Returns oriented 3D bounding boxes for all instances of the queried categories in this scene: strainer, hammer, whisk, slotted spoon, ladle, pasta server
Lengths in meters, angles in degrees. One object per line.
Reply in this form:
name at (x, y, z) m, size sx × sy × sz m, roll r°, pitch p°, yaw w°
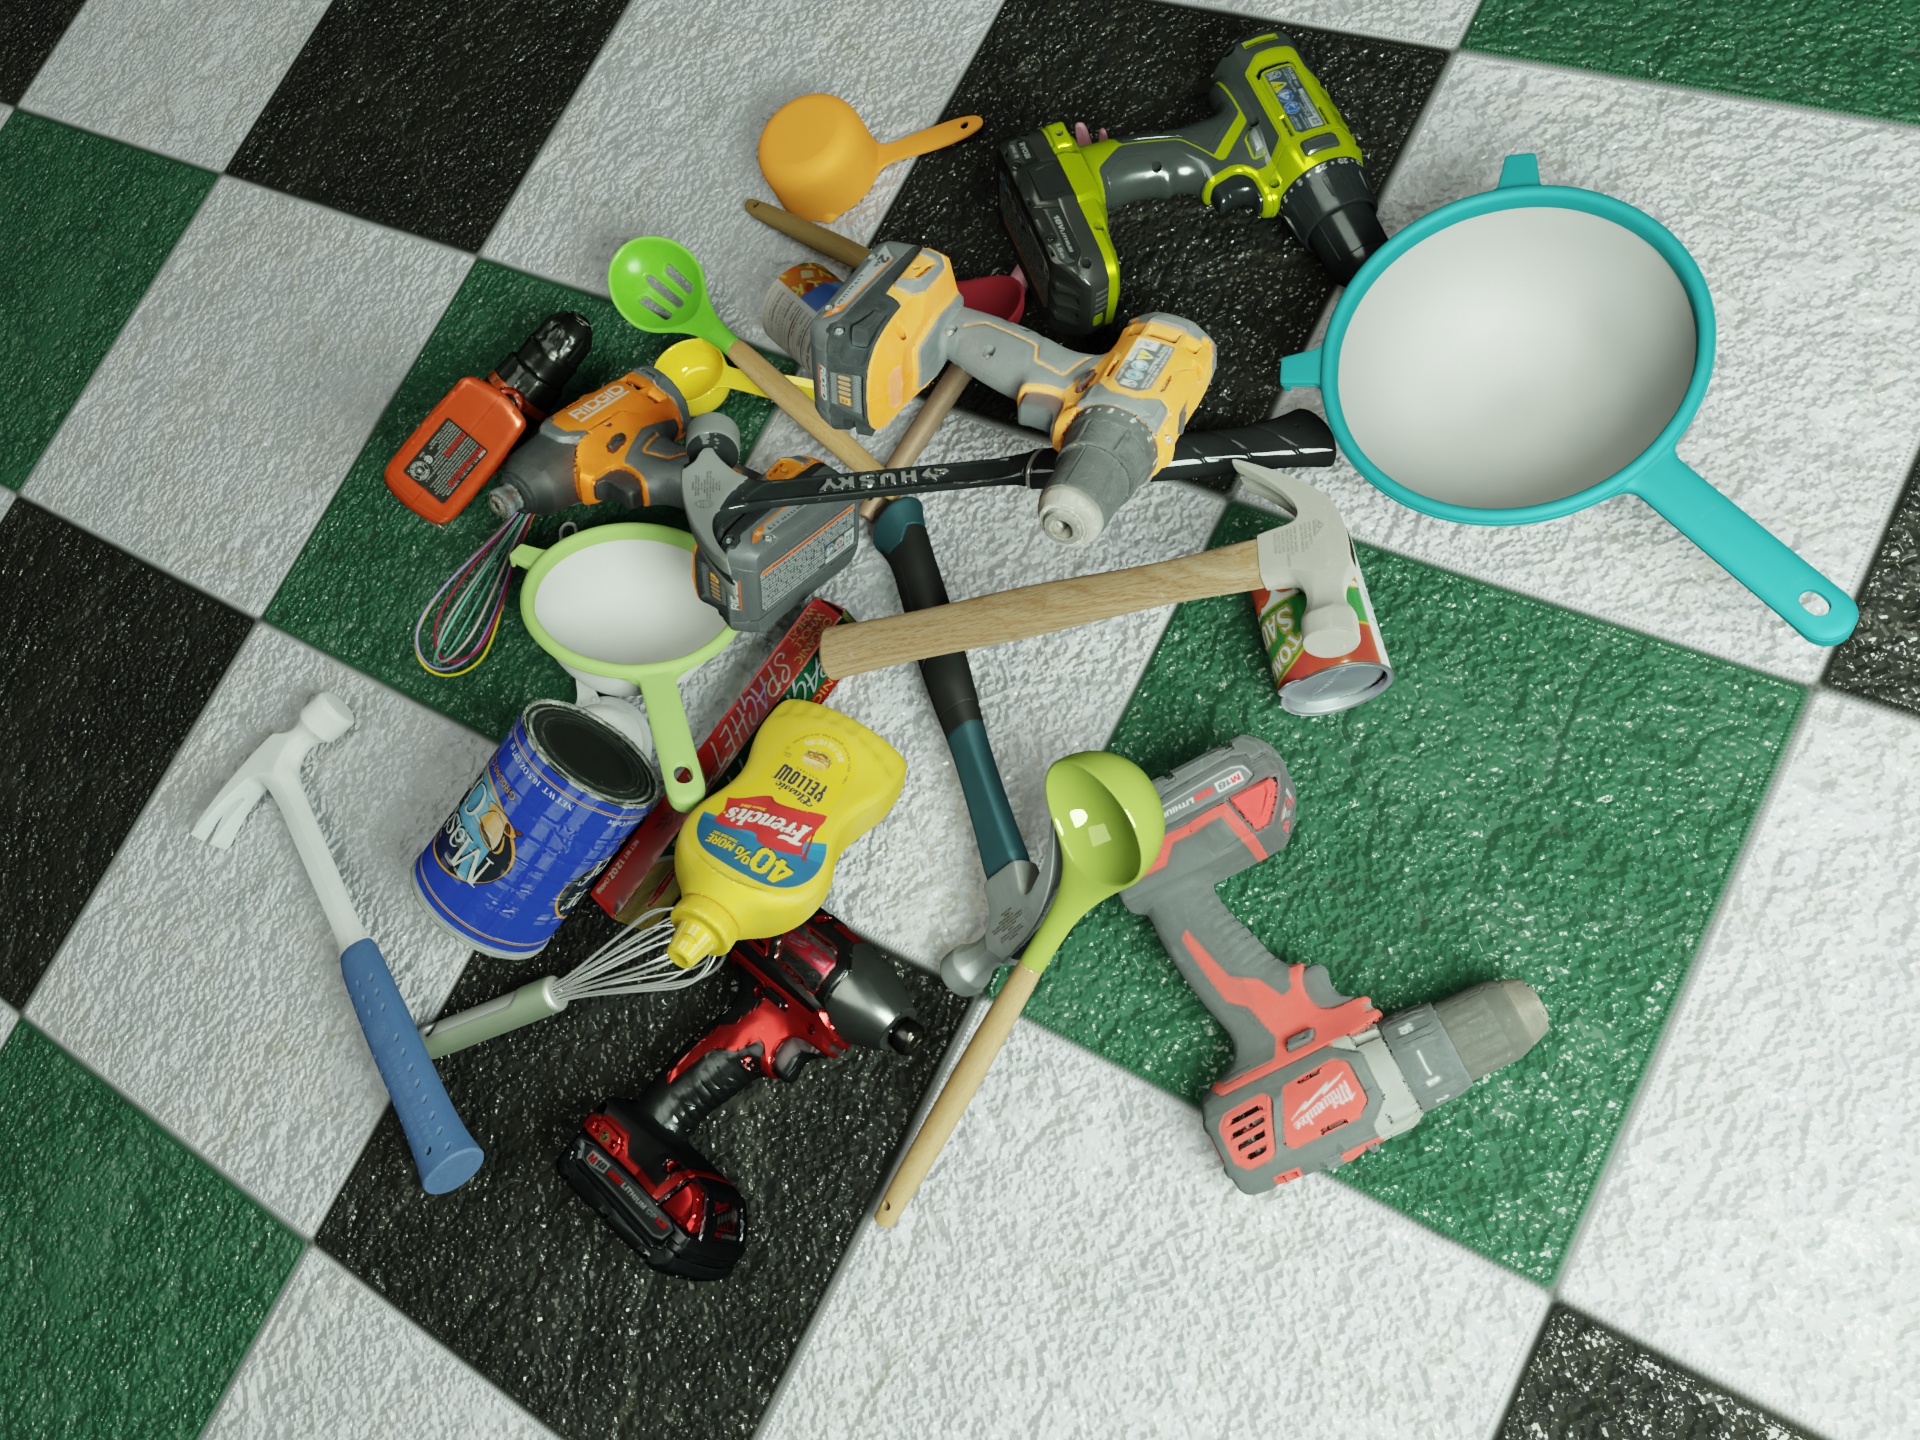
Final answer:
strainer at (-0.208, -0.026, 1.069) m, size 0.151 × 0.069 × 0.257 m, roll -9°, pitch 51°, yaw -18°
hammer at (-0.426, 0.156, 1.104) m, size 0.144 × 0.035 × 0.406 m, roll -41°, pitch 56°, yaw 3°
whisk at (-0.260, 0.177, 1.047) m, size 0.246 × 0.059 × 0.058 m, roll -22°, pitch 26°, yaw 17°
slotted spoon at (-0.148, -0.251, 1.145) m, size 0.314 × 0.031 × 0.070 m, roll 43°, pitch 95°, yaw 24°
hammer at (0.028, -0.154, 0.993) m, size 0.409 × 0.036 × 0.149 m, roll -5°, pitch 47°, yaw 0°
hammer at (-0.002, -0.003, 1.003) m, size 0.128 × 0.033 × 0.331 m, roll -40°, pitch 53°, yaw 34°
strainer at (-0.272, -0.038, 1.135) m, size 0.087 × 0.050 × 0.259 m, roll -18°, pitch 62°, yaw 10°
ladle at (-0.064, -0.329, 1.149) m, size 0.069 × 0.031 × 0.316 m, roll -48°, pitch 52°, yaw -8°
pasta server at (0.015, -0.276, 1.112) m, size 0.060 × 0.040 × 0.316 m, roll 30°, pitch 85°, yaw 35°
hammer at (0.067, -0.073, 0.949) m, size 0.331 × 0.031 × 0.130 m, roll -10°, pitch 58°, yaw 21°
whisk at (-0.334, -0.140, 1.201) m, size 0.047 × 0.051 × 0.245 m, roll 26°, pitch 77°, yaw 6°
strainer at (0.359, -0.152, 0.901) m, size 0.211 × 0.095 × 0.341 m, roll -42°, pitch 64°, yaw 5°
ladle at (0.020, 0.158, 0.886) m, size 0.078 × 0.062 × 0.320 m, roll 39°, pitch 109°, yaw 36°

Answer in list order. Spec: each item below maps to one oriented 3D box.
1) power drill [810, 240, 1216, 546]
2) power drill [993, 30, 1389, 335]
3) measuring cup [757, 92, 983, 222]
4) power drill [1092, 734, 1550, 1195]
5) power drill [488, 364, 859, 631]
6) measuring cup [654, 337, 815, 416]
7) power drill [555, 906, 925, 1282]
power drill at (0.022, -0.195, 0.958) m, size 0.226 × 0.084 × 0.185 m, roll 20°, pitch 52°, yaw 14°
power drill at (0.153, -0.337, 1.036) m, size 0.228 × 0.080 × 0.191 m, roll -20°, pitch 70°, yaw -6°
measuring cup at (-0.072, -0.440, 1.198) m, size 0.173 × 0.052 × 0.095 m, roll -10°, pitch 67°, yaw 20°
power drill at (0.190, 0.123, 0.875) m, size 0.188 × 0.080 × 0.227 m, roll -28°, pitch 66°, yaw 10°
power drill at (-0.200, -0.151, 1.088) m, size 0.227 × 0.084 × 0.164 m, roll 30°, pitch 52°, yaw 23°
measuring cup at (-0.153, -0.243, 1.177) m, size 0.156 × 0.029 × 0.062 m, roll 13°, pitch 70°, yaw 15°
power drill at (-0.126, 0.220, 0.963) m, size 0.143 × 0.078 × 0.220 m, roll 33°, pitch 82°, yaw 28°
